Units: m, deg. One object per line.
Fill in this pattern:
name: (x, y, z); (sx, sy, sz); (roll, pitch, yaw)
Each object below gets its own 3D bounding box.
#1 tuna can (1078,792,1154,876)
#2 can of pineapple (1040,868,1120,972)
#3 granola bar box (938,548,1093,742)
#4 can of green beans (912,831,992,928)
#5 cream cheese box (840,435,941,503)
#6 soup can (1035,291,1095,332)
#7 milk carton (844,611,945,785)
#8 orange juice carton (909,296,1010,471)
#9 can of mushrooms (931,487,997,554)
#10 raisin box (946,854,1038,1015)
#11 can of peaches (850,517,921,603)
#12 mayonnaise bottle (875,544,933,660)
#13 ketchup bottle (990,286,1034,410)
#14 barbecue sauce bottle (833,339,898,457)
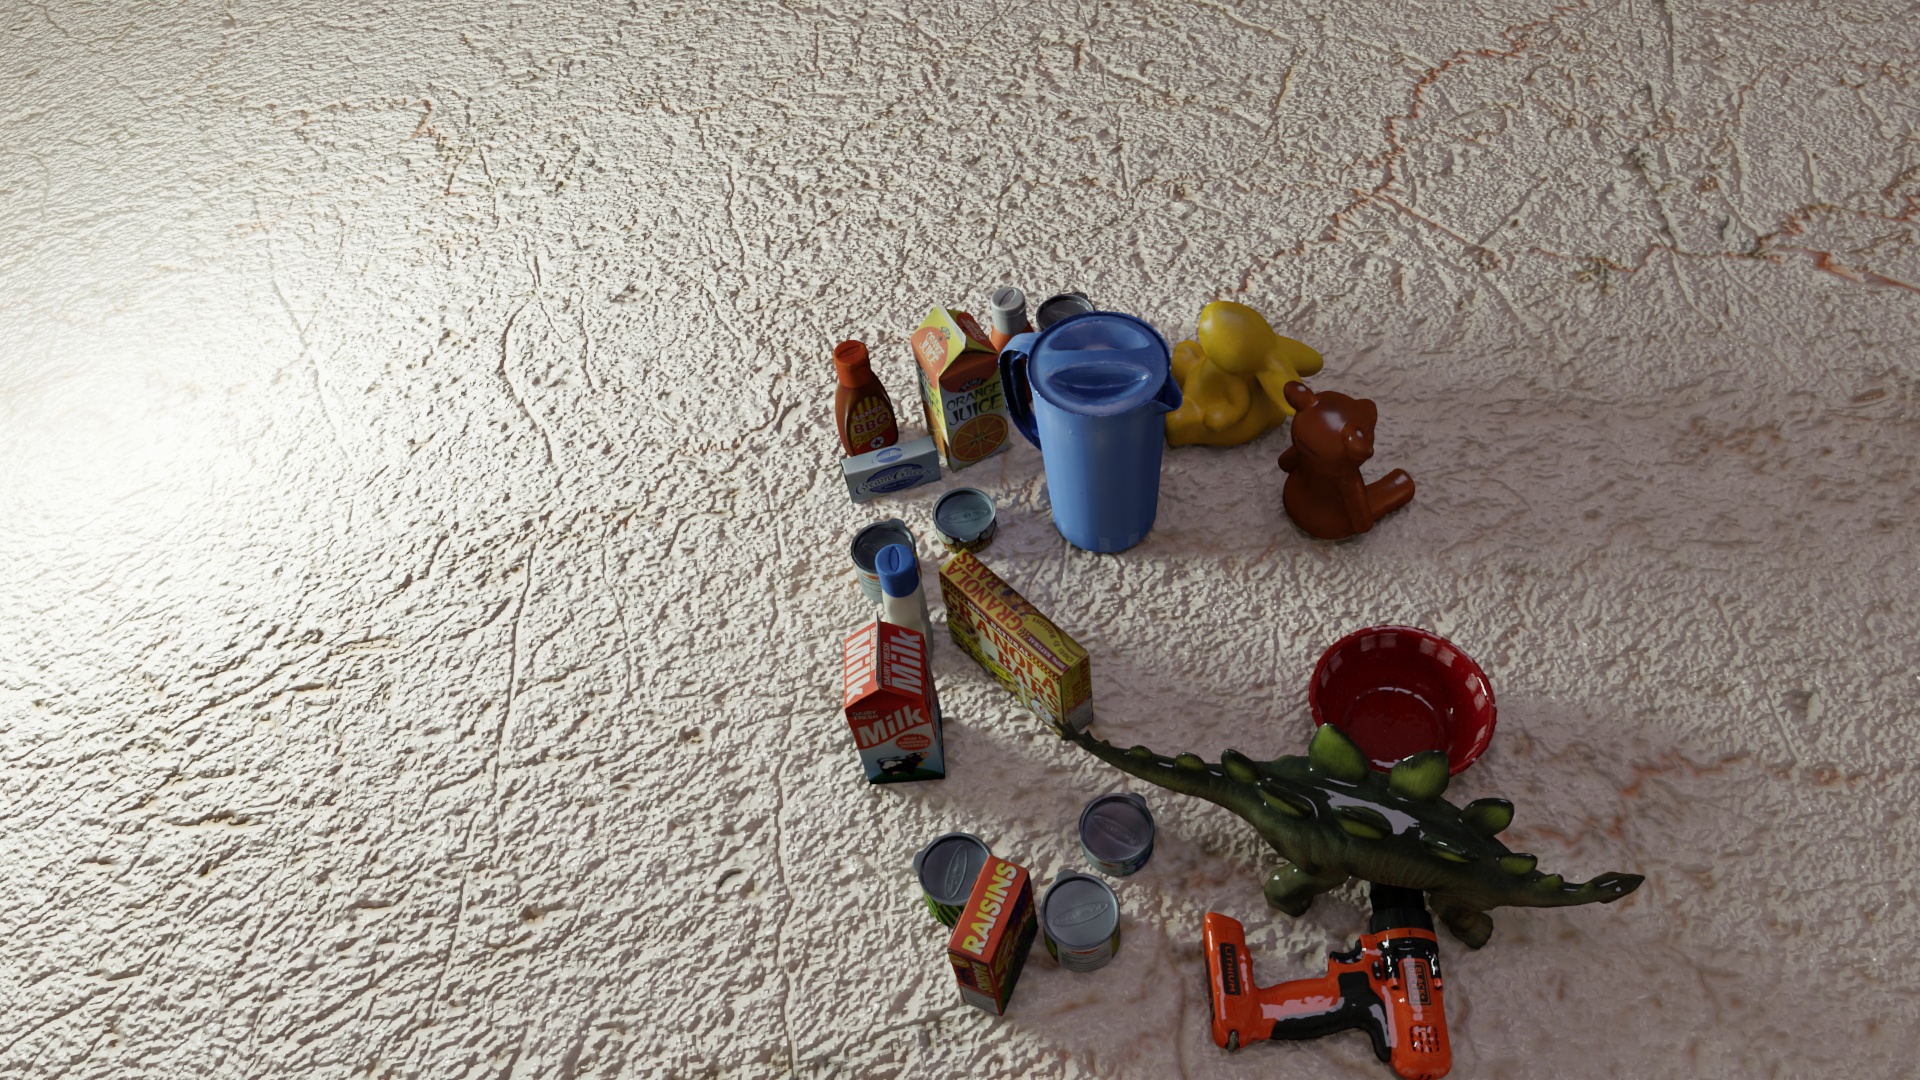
tuna can: (0.139, 0.258, 1.226); (0.071, 0.032, 0.071); (-3, 53, 5)
can of pineapple: (0.102, 0.320, 1.168); (0.071, 0.057, 0.071); (-3, 53, 5)
granola bar box: (0.051, 0.099, 1.299); (0.039, 0.123, 0.166); (-38, 58, -20)
can of green beans: (-0.001, 0.294, 1.200); (0.071, 0.057, 0.071); (-3, 53, 5)
cream cheese box: (-0.073, -0.076, 1.489); (0.104, 0.053, 0.024); (-16, 53, -5)
soup can: (0.122, -0.226, 1.560); (0.071, 0.083, 0.072); (-3, 53, 5)
milk carton: (-0.061, 0.143, 1.238); (0.073, 0.189, 0.073); (-6, 53, 3)
orange juice carton: (0.000, -0.168, 1.463); (0.073, 0.191, 0.072); (-23, 54, -10)
can of mushrooms: (0.005, -0.018, 1.449); (0.071, 0.033, 0.071); (-3, 53, 5)
raisin box: (0.028, 0.323, 1.134); (0.040, 0.122, 0.086); (17, 57, 19)
can of peaches: (-0.074, 0.021, 1.414); (0.071, 0.057, 0.071); (-3, 53, 5)
mayonnaise bottle: (-0.053, 0.060, 1.326); (0.041, 0.147, 0.065); (-7, 53, 2)
ketchup bottle: (0.058, -0.211, 1.515); (0.043, 0.148, 0.065); (25, 60, 23)
barbecue sauce bottle: (-0.107, -0.152, 1.492); (0.065, 0.147, 0.044); (-26, 55, -12)
